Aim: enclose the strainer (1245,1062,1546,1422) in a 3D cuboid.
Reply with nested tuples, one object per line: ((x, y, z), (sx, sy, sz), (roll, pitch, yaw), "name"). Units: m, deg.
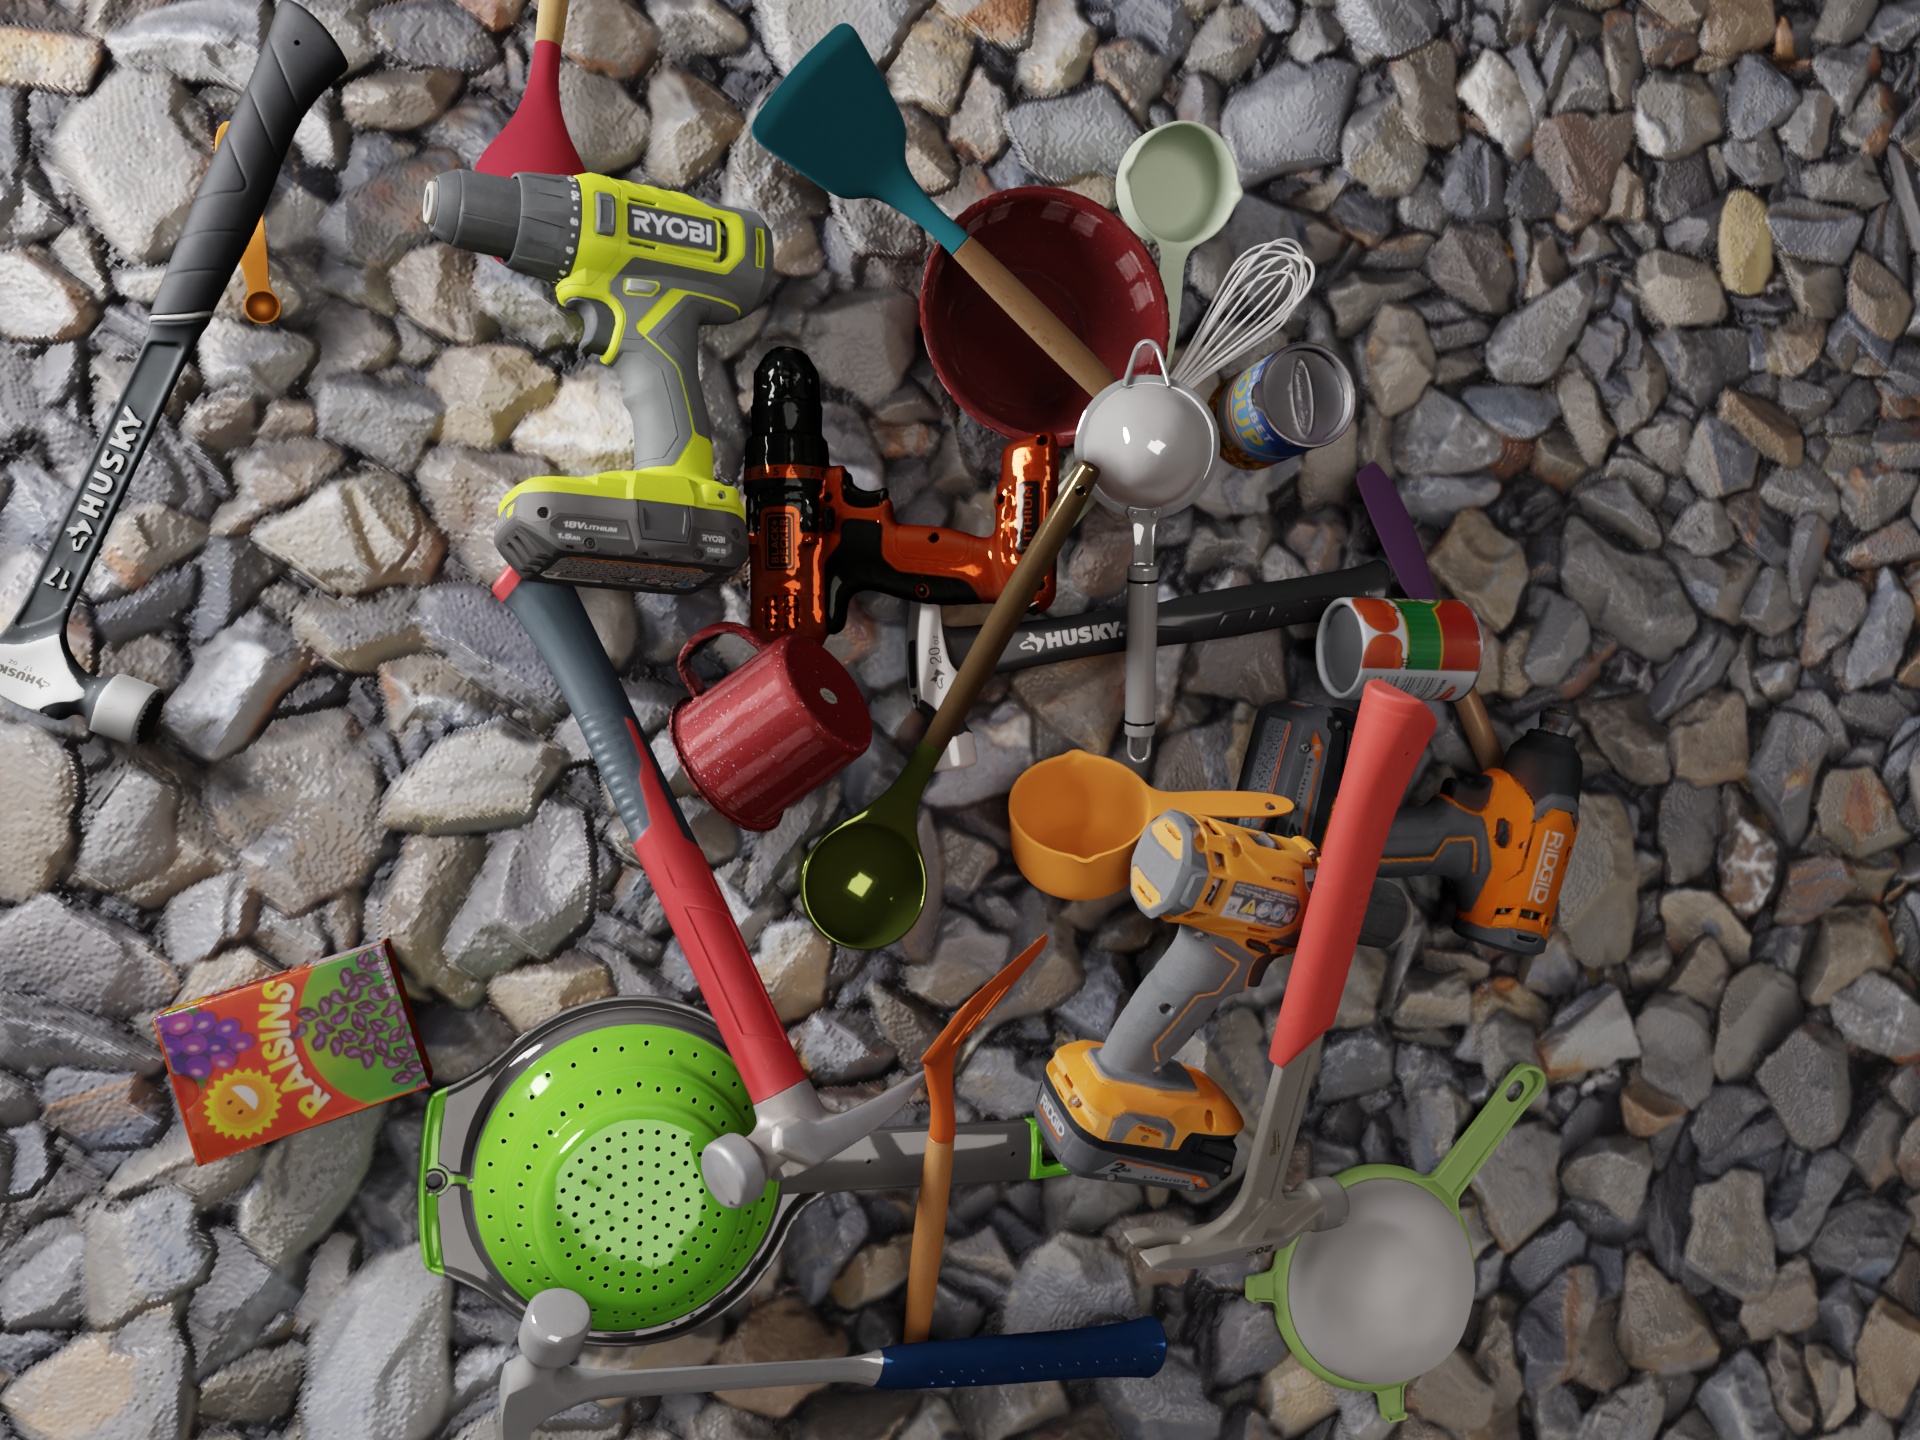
((0.319, 0.333, 1.048), (0.151, 0.069, 0.256), (43, 80, -11), "strainer")

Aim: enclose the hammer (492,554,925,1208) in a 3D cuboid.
((-0.154, 0.067, 0.903), (0.143, 0.038, 0.386), (-19, 80, -43), "hammer")

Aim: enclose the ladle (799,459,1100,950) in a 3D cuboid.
((-0.001, -0.003, 0.906), (0.078, 0.062, 0.320), (23, 112, -17), "ladle")

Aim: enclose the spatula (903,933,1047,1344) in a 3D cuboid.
((-0.006, 0.257, 0.897), (0.081, 0.041, 0.322), (-32, 137, -49), "spatula")

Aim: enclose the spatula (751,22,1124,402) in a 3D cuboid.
((0.020, -0.260, 0.933), (0.317, 0.044, 0.082), (41, 91, -13), "spatula")

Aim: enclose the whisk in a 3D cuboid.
((0.138, -0.213, 1.017), (0.246, 0.058, 0.059), (-47, 143, -3), "whisk")

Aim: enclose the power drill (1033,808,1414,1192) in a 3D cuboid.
((0.161, 0.171, 0.961), (0.185, 0.084, 0.226), (14, 108, -25), "power drill")

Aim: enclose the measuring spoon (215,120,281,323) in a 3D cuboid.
((-0.399, -0.278, 0.892), (0.021, 0.011, 0.117), (-11, 88, -10), "measuring spoon")

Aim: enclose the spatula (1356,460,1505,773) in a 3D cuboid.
((0.339, -0.030, 1.085), (0.060, 0.018, 0.316), (-35, 103, -50), "spatula")

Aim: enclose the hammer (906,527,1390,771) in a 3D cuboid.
((0.126, -0.067, 1.022), (0.334, 0.035, 0.146), (-10, 92, -16), "hammer")

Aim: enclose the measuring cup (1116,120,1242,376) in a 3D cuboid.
((0.131, -0.301, 1.034), (0.083, 0.038, 0.167), (3, 105, -18), "measuring cup")

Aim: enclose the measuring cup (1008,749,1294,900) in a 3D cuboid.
((0.115, 0.068, 0.978), (0.173, 0.095, 0.052), (0, 132, -1), "measuring cup")

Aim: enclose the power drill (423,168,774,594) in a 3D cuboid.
((-0.200, -0.194, 0.886), (0.190, 0.080, 0.228), (3, 80, -29), "power drill")

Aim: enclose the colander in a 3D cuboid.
((-0.105, 0.264, 0.916), (0.397, 0.094, 0.204), (1, 88, -16), "colander")

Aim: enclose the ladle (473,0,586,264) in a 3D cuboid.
((-0.237, -0.420, 0.933), (0.069, 0.031, 0.315), (7, 85, -18), "ladle")

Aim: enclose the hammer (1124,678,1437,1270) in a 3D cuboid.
((0.194, 0.150, 0.902), (0.149, 0.037, 0.359), (-1, 112, -28), "hammer")

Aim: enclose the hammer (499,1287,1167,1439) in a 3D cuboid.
((-0.062, 0.377, 0.919), (0.405, 0.035, 0.144), (8, 123, -27), "hammer")

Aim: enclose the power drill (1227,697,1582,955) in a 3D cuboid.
((0.299, 0.053, 1.034), (0.226, 0.084, 0.164), (14, 93, -15), "power drill")

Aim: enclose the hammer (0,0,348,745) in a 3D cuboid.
((-0.434, -0.201, 0.858), (0.149, 0.036, 0.409), (22, 84, -11), "hammer")

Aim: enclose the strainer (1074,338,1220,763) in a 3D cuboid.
((0.112, -0.096, 0.960), (0.087, 0.050, 0.258), (0, 107, 4), "strainer")
